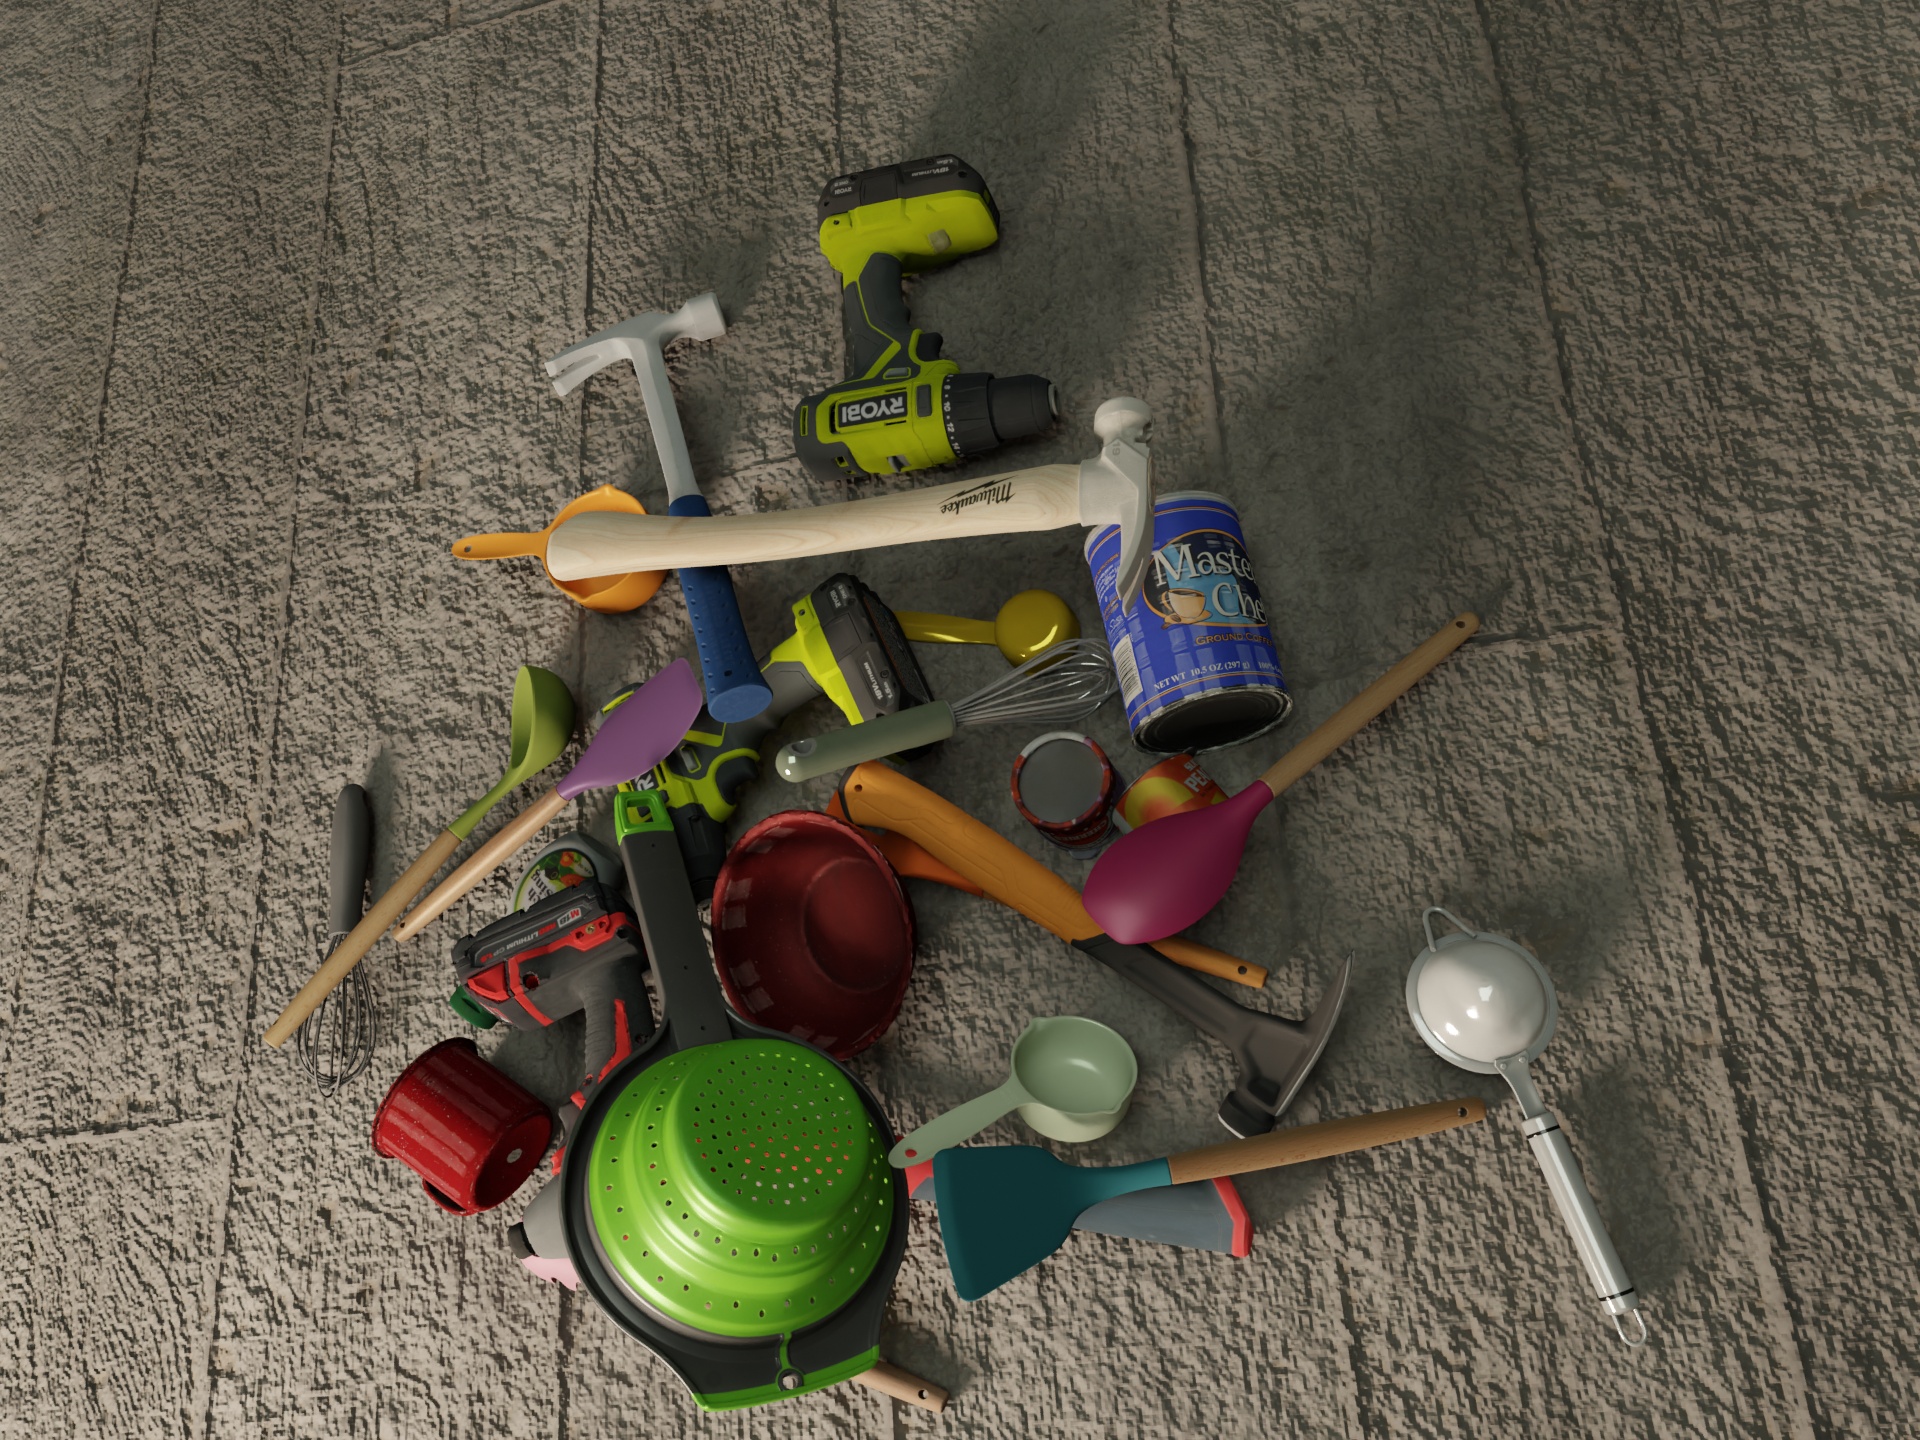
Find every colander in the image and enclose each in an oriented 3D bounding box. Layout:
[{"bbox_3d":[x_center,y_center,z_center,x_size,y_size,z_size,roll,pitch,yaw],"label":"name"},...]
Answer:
[{"bbox_3d":[-0.141,0.182,0.928,0.204,0.094,0.398,-4,53,-27],"label":"colander"}]

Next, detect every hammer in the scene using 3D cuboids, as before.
[{"bbox_3d":[-0.019,0.289,0.966,0.386,0.038,0.143,6,60,18],"label":"hammer"},{"bbox_3d":[-0.080,-0.117,1.024,0.410,0.038,0.146,-5,59,16],"label":"hammer"},{"bbox_3d":[0.069,0.112,0.969,0.337,0.034,0.127,31,103,17],"label":"hammer"},{"bbox_3d":[-0.204,-0.160,1.141,0.144,0.035,0.406,-19,53,-2],"label":"hammer"}]

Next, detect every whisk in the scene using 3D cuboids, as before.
[{"bbox_3d":[-0.453,0.156,1.163,0.055,0.055,0.239,-13,64,13],"label":"whisk"},{"bbox_3d":[-0.002,-0.003,1.015,0.246,0.059,0.058,-16,38,-20],"label":"whisk"}]

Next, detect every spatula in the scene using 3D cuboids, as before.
[{"bbox_3d":[-0.294,0.067,1.115,0.316,0.018,0.060,-38,60,19],"label":"spatula"},{"bbox_3d":[0.042,0.116,1.029,0.323,0.041,0.081,17,77,18],"label":"spatula"},{"bbox_3d":[0.145,0.252,0.898,0.317,0.044,0.082,-12,79,-1],"label":"spatula"}]

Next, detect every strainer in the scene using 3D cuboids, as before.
[{"bbox_3d":[0.323,0.218,0.891,0.087,0.050,0.259,-17,70,-6],"label":"strainer"}]

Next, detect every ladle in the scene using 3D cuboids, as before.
[{"bbox_3d":[-0.388,0.094,1.131,0.320,0.062,0.078,-51,23,-14],"label":"ladle"}]

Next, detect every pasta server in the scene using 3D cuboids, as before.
[{"bbox_3d":[-0.152,0.368,1.001,0.316,0.040,0.060,15,76,18],"label":"pasta server"}]

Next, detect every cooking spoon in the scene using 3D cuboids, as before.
[{"bbox_3d":[0.202,0.026,0.960,0.319,0.017,0.069,-37,63,-17],"label":"cooking spoon"}]

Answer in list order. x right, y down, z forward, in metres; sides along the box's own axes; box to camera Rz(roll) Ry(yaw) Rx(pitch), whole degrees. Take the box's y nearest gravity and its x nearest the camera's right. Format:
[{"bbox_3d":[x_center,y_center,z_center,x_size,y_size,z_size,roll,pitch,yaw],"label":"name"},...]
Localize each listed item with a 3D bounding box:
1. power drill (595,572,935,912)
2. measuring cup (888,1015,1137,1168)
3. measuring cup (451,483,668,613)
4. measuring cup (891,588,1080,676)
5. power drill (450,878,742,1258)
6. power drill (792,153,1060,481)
[{"bbox_3d":[-0.133,0.015,1.091,0.223,0.080,0.171,-31,64,12],"label":"power drill"},{"bbox_3d":[0.029,0.233,0.939,0.167,0.038,0.083,-21,44,-27],"label":"measuring cup"},{"bbox_3d":[-0.302,-0.124,1.212,0.173,0.052,0.095,0,71,20],"label":"measuring cup"},{"bbox_3d":[0.005,-0.067,1.102,0.156,0.029,0.062,6,73,21],"label":"measuring cup"},{"bbox_3d":[-0.236,0.223,0.998,0.143,0.078,0.220,-26,59,-5],"label":"power drill"},{"bbox_3d":[-0.025,-0.292,1.169,0.190,0.080,0.229,-7,72,16],"label":"power drill"}]
